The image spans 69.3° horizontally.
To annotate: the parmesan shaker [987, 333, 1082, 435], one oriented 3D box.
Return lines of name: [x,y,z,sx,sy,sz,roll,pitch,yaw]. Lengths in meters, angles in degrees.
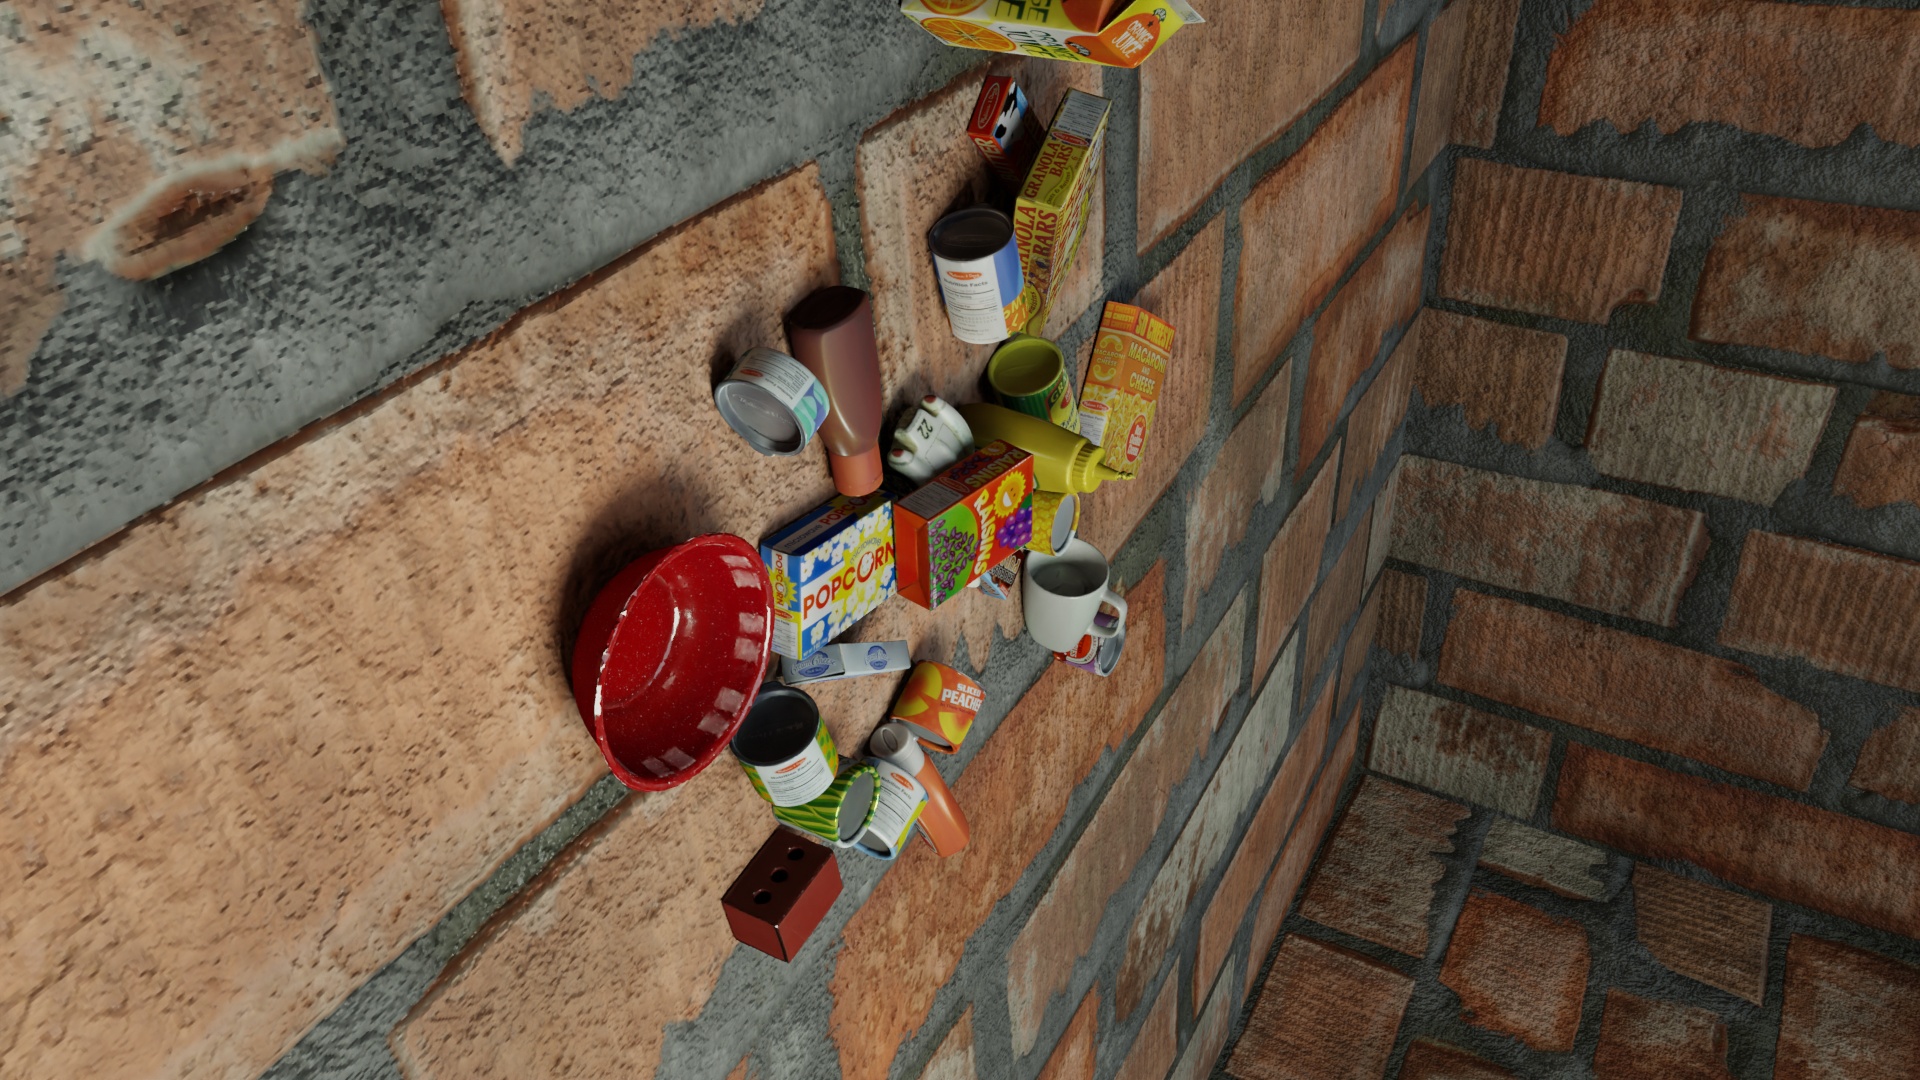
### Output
parmesan shaker: [0.068,-0.123,1.223,0.071,0.071,0.102,-62,152,-24]

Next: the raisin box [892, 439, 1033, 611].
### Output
raisin box: [0.004,-0.013,1.068,0.124,0.040,0.085,-34,136,-37]

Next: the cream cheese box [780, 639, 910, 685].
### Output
cream cheese box: [-0.085,0.091,1.046,0.104,0.053,0.024,5,74,-64]

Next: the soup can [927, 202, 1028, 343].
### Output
soup can: [0.016,-0.206,1.072,0.072,0.071,0.083,-57,150,-31]

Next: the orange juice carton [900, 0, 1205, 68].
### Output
orange juice carton: [0.064,-0.368,0.930,0.072,0.193,0.073,1,104,-65]

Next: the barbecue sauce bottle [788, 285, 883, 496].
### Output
barbecue sauce bottle: [-0.081,-0.099,0.965,0.065,0.044,0.147,-51,146,-40]

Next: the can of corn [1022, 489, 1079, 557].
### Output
can of corn: [0.072,-0.025,1.293,0.071,0.058,0.070,-41,139,-49]

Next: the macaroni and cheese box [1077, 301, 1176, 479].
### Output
macaroni and cheese box: [0.166,-0.152,1.431,0.124,0.040,0.166,6,99,-64]

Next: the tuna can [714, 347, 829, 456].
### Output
tuna can: [-0.118,-0.085,0.872,0.033,0.071,0.070,-59,150,-30]

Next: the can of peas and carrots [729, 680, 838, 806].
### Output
can of peas and carrots: [-0.126,0.145,0.988,0.071,0.071,0.058,-57,150,-31]

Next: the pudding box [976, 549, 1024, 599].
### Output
pudding box: [0.025,0.016,1.255,0.050,0.030,0.083,-66,153,-15]

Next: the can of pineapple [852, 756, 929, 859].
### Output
can of pineapple: [-0.069,0.221,1.142,0.058,0.071,0.070,-57,149,-30]

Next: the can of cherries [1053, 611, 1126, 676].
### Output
can of cherries: [0.138,0.107,1.501,0.072,0.058,0.071,-42,141,-47]

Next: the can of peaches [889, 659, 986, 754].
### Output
can of peaches: [-0.019,0.143,1.192,0.058,0.071,0.071,-62,152,-22]

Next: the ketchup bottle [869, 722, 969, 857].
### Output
ketchup bottle: [-0.036,0.214,1.211,0.043,0.065,0.148,-30,134,-6]

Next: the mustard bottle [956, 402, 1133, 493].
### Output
mustard bottle: [0.067,-0.070,1.141,0.049,0.160,0.065,-62,150,-21]

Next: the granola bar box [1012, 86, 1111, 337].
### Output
granola bar box: [0.075,-0.263,1.127,0.164,0.039,0.125,96,16,-63]

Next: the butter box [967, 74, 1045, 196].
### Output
butter box: [0.041,-0.319,1.107,0.103,0.024,0.053,36,72,-63]

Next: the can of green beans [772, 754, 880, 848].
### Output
can of green beans: [-0.102,0.196,1.068,0.071,0.058,0.071,-41,138,-49]

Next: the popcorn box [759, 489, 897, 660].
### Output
popcorn box: [-0.094,0.021,1.009,0.127,0.038,0.084,-36,135,-52]
